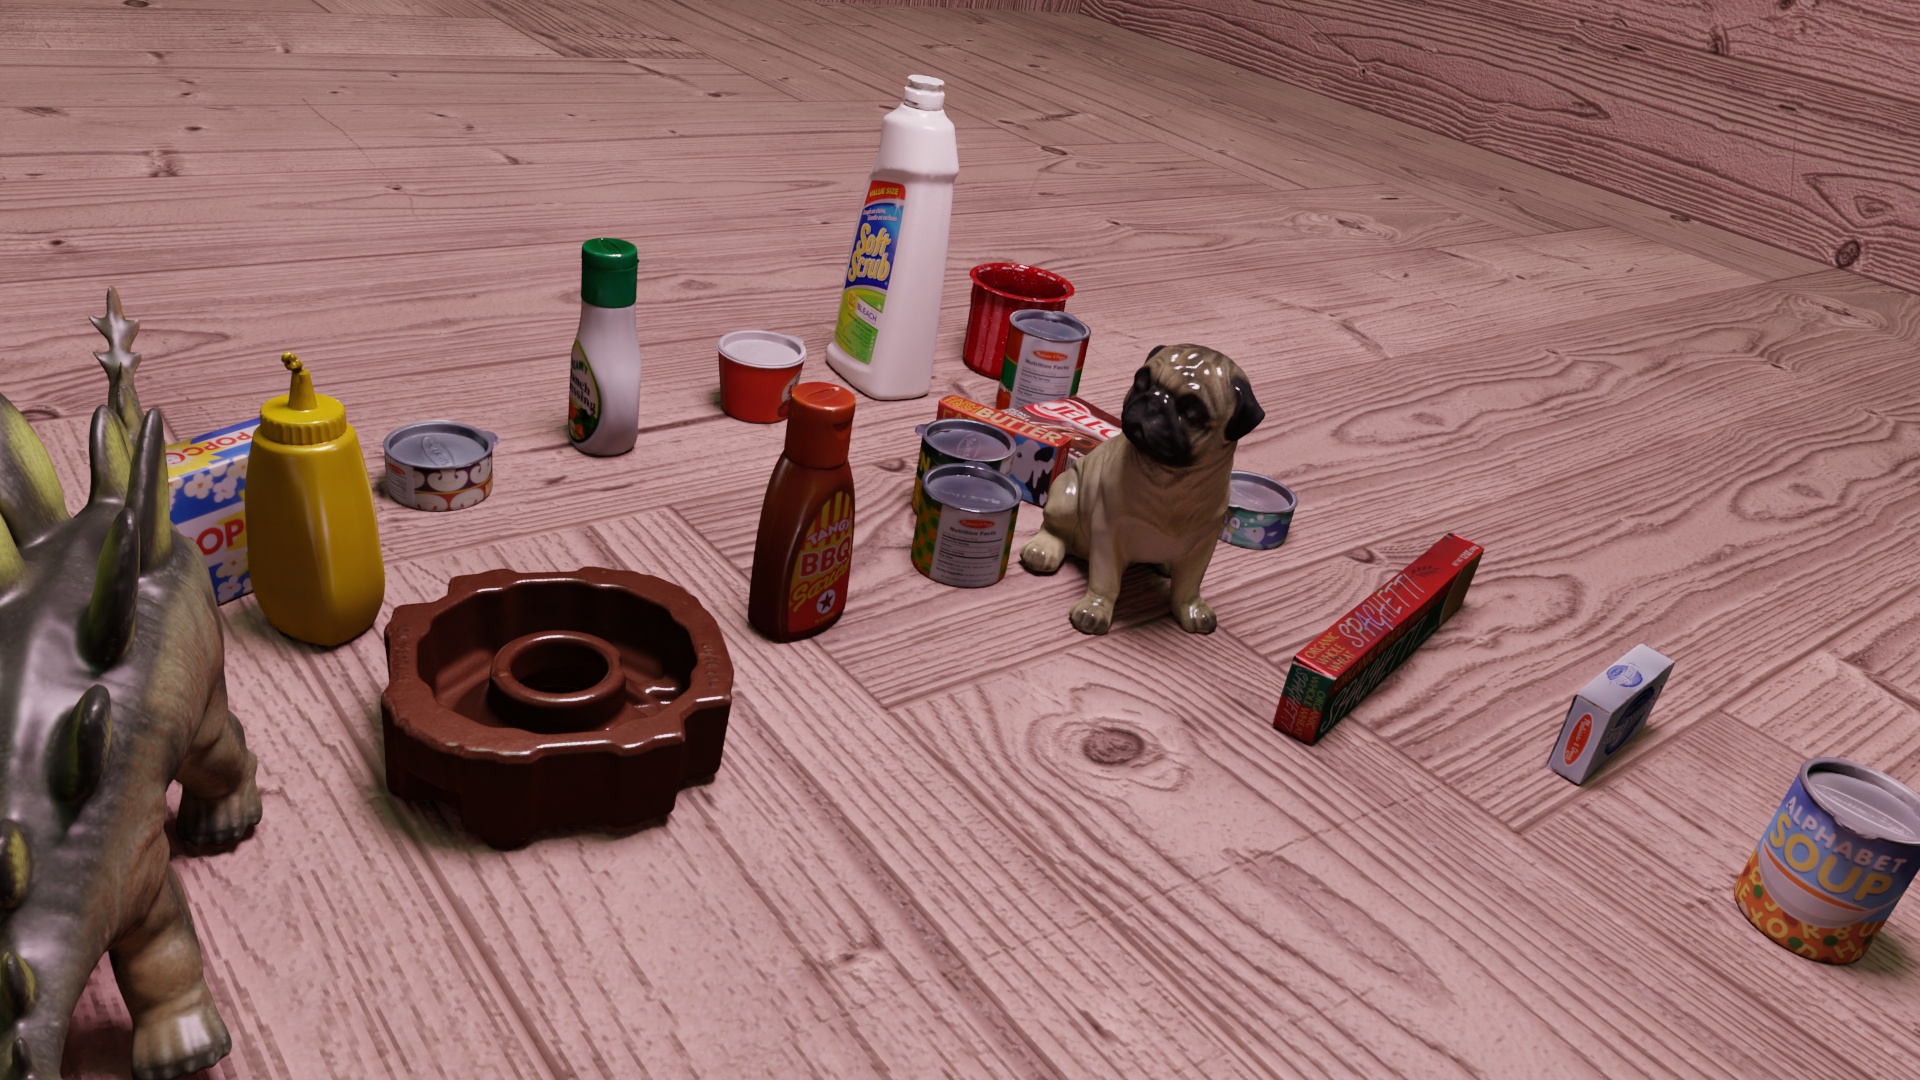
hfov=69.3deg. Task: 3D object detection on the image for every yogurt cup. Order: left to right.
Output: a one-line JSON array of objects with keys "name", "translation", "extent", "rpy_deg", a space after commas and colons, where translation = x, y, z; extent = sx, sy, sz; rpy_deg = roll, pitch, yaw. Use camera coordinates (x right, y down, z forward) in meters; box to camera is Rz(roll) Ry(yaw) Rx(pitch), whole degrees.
[{"name": "yogurt cup", "translation": [-0.155, -0.125, 1.069], "extent": [0.072, 0.053, 0.073], "rpy_deg": [8, 29, -4]}]

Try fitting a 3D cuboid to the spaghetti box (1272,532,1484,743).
[{"name": "spaghetti box", "translation": [0.271, 0.057, 0.885], "extent": [0.029, 0.050, 0.251], "rpy_deg": [28, 33, 29]}]

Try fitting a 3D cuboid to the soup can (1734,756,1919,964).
[{"name": "soup can", "translation": [0.447, 0.165, 0.713], "extent": [0.071, 0.083, 0.072], "rpy_deg": [8, 29, -4]}]

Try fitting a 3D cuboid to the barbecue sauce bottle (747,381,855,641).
[{"name": "barbecue sauce bottle", "translation": [-0.087, -0.017, 0.799], "extent": [0.044, 0.147, 0.065], "rpy_deg": [28, 33, 29]}]

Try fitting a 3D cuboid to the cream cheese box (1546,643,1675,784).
[{"name": "cream cheese box", "translation": [0.392, 0.103, 0.837], "extent": [0.104, 0.053, 0.024], "rpy_deg": [-19, 40, -42]}]

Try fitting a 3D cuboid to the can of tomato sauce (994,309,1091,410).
[{"name": "can of tomato sauce", "translation": [0.066, -0.139, 1.135], "extent": [0.071, 0.082, 0.071], "rpy_deg": [8, 29, -4]}]

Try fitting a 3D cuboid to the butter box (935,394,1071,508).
[{"name": "butter box", "translation": [0.028, -0.067, 1.024], "extent": [0.103, 0.052, 0.024], "rpy_deg": [23, 31, 22]}]

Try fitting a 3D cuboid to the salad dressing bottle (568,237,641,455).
[{"name": "salad dressing bottle", "translation": [-0.244, -0.133, 0.957], "extent": [0.044, 0.147, 0.064], "rpy_deg": [-11, 35, -34]}]

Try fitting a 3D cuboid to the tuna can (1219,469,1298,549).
[{"name": "tuna can", "translation": [0.211, -0.022, 1.025], "extent": [0.071, 0.032, 0.071], "rpy_deg": [8, 29, -4]}]

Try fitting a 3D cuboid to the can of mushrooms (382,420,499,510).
[{"name": "can of mushrooms", "translation": [-0.333, -0.049, 0.895], "extent": [0.071, 0.033, 0.071], "rpy_deg": [8, 29, -4]}]

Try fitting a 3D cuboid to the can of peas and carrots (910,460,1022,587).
[{"name": "can of peas and carrots", "translation": [0.003, -0.011, 0.911], "extent": [0.071, 0.058, 0.071], "rpy_deg": [8, 29, -4]}]

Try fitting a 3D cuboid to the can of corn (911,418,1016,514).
[{"name": "can of corn", "translation": [-0.001, -0.046, 0.973], "extent": [0.071, 0.058, 0.071], "rpy_deg": [8, 29, -4]}]

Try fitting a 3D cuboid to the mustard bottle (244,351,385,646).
[{"name": "mustard bottle", "translation": [-0.335, -0.024, 0.719], "extent": [0.065, 0.159, 0.049], "rpy_deg": [19, 30, 16]}]

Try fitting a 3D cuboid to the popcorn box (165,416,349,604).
[{"name": "popcorn box", "translation": [-0.397, -0.017, 0.763], "extent": [0.038, 0.084, 0.127], "rpy_deg": [24, 31, 23]}]
